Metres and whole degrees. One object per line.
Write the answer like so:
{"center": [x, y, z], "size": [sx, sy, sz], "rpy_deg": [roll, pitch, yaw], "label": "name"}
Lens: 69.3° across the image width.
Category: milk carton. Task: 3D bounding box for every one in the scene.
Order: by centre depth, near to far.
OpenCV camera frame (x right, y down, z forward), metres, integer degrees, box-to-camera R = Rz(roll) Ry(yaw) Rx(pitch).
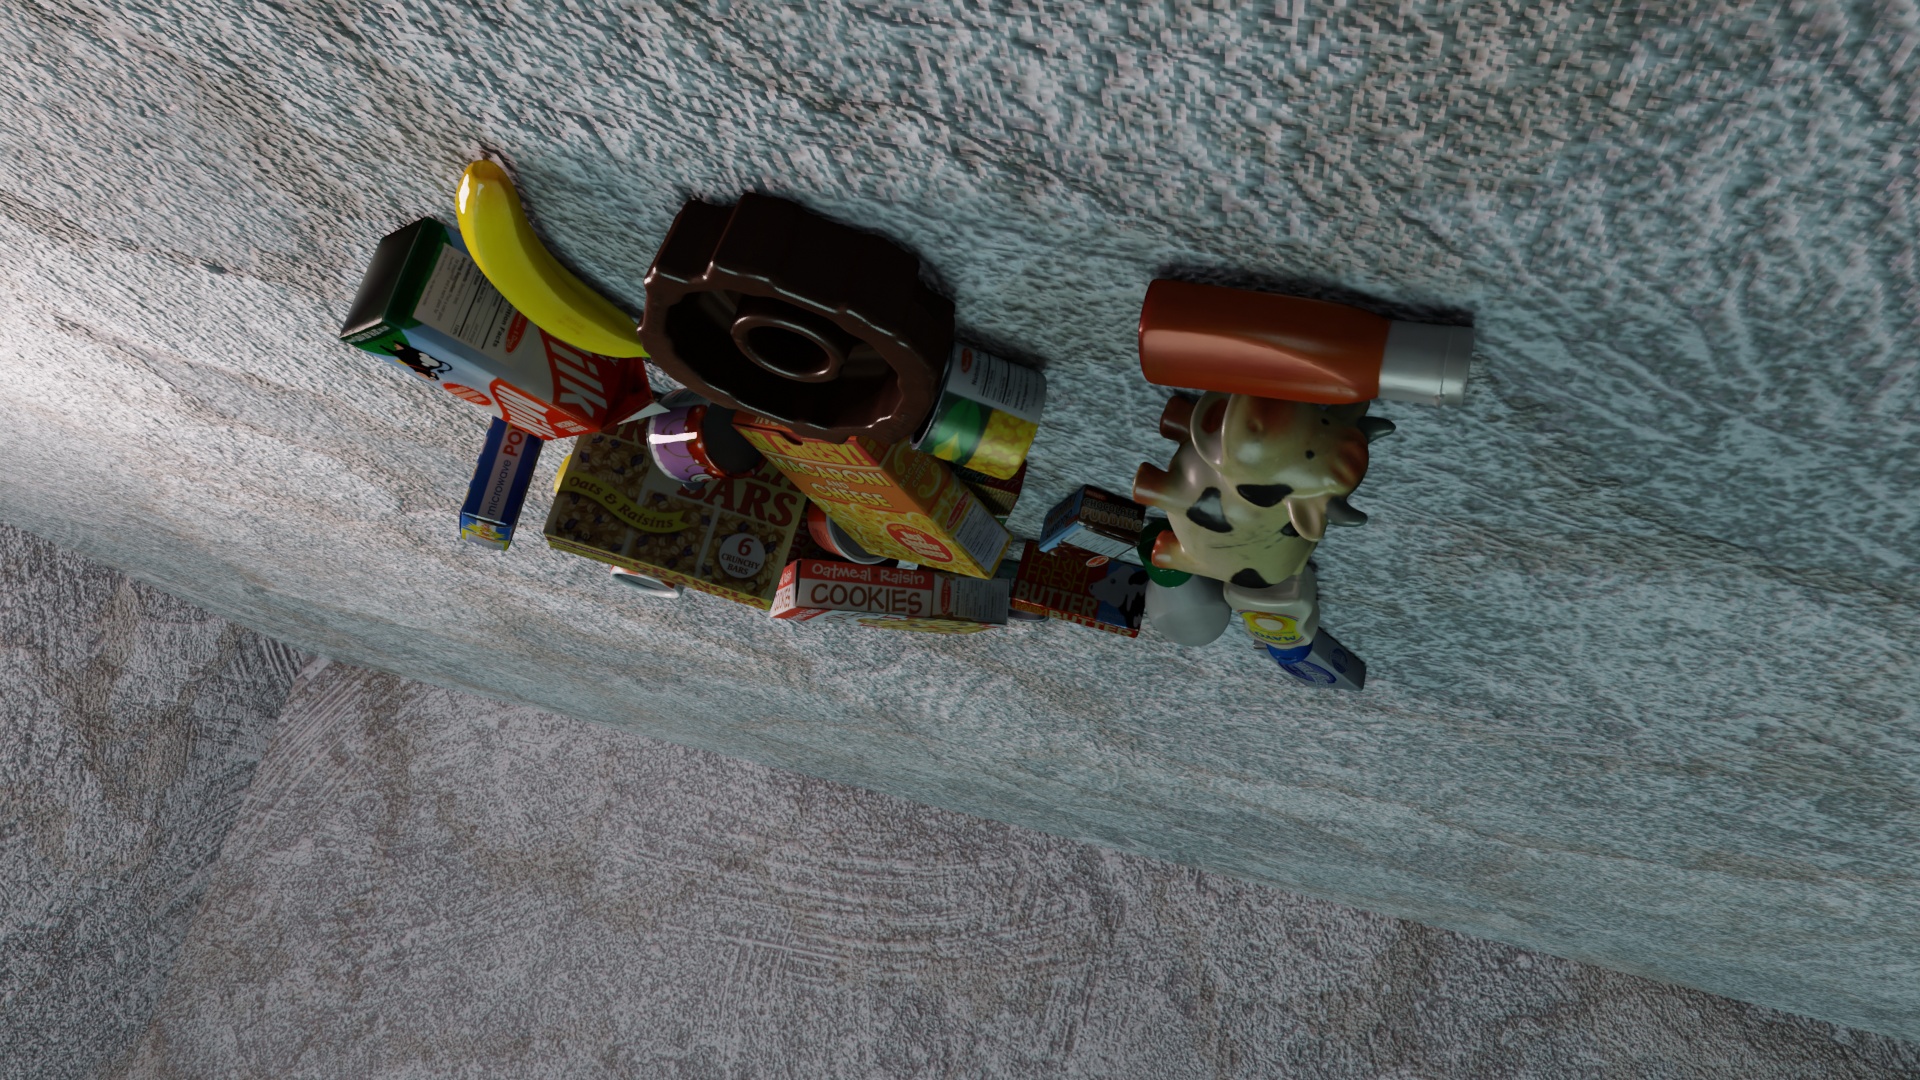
{"center": [-0.279, -0.120, 0.882], "size": [0.190, 0.073, 0.072], "rpy_deg": [29, 158, -38], "label": "milk carton"}

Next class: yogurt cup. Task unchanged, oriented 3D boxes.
{"center": [-0.081, -0.017, 1.052], "size": [0.072, 0.072, 0.054], "rpy_deg": [25, 168, -29], "label": "yogurt cup"}

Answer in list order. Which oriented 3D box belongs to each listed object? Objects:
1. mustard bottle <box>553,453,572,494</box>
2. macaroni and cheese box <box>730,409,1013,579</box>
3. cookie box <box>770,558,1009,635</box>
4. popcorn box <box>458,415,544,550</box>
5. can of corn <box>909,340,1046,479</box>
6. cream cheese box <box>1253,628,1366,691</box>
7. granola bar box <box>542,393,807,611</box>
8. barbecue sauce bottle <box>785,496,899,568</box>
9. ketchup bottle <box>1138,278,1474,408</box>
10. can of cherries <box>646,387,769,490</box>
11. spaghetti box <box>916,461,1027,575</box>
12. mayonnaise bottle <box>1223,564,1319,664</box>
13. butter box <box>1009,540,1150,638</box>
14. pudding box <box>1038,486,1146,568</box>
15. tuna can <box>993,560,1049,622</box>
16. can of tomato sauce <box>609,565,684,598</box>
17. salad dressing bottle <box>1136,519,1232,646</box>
{"center": [-0.257, -0.040, 1.152], "size": [0.160, 0.049, 0.065], "rpy_deg": [7, 161, 22], "label": "mustard bottle"}
{"center": [-0.058, -0.039, 0.933], "size": [0.124, 0.040, 0.166], "rpy_deg": [11, 156, 42], "label": "macaroni and cheese box"}
{"center": [-0.060, 0.046, 1.106], "size": [0.168, 0.040, 0.122], "rpy_deg": [6, 171, -16], "label": "cookie box"}
{"center": [-0.328, -0.062, 1.013], "size": [0.038, 0.127, 0.085], "rpy_deg": [17, 163, -15], "label": "popcorn box"}
{"center": [0.009, -0.072, 0.792], "size": [0.058, 0.071, 0.071], "rpy_deg": [19, 162, -12], "label": "can of corn"}
{"center": [0.290, 0.097, 1.151], "size": [0.053, 0.024, 0.103], "rpy_deg": [-1, 156, 41], "label": "cream cheese box"}
{"center": [-0.196, -0.032, 0.997], "size": [0.166, 0.124, 0.039], "rpy_deg": [17, 162, -5], "label": "granola bar box"}
{"center": [-0.119, -0.004, 1.134], "size": [0.148, 0.064, 0.044], "rpy_deg": [18, -158, -34], "label": "barbecue sauce bottle"}
{"center": [0.161, -0.089, 0.651], "size": [0.149, 0.043, 0.064], "rpy_deg": [10, 163, 17], "label": "ketchup bottle"}
{"center": [-0.168, -0.071, 0.946], "size": [0.058, 0.072, 0.071], "rpy_deg": [-2, 156, 41], "label": "can of cherries"}
{"center": [0.004, -0.013, 1.046], "size": [0.050, 0.029, 0.249], "rpy_deg": [16, 163, -2], "label": "spaghetti box"}
{"center": [0.237, 0.053, 1.032], "size": [0.065, 0.041, 0.147], "rpy_deg": [6, 160, 23], "label": "mayonnaise bottle"}
{"center": [0.094, 0.038, 1.086], "size": [0.103, 0.053, 0.024], "rpy_deg": [13, 160, 6], "label": "butter box"}
{"center": [0.092, -0.008, 0.985], "size": [0.050, 0.030, 0.083], "rpy_deg": [18, 163, -11], "label": "pudding box"}
{"center": [0.048, 0.043, 1.175], "size": [0.071, 0.033, 0.071], "rpy_deg": [14, 163, 5], "label": "tuna can"}
{"center": [-0.268, 0.001, 1.231], "size": [0.071, 0.083, 0.071], "rpy_deg": [14, 162, 5], "label": "can of tomato sauce"}
{"center": [0.162, 0.032, 1.024], "size": [0.064, 0.044, 0.147], "rpy_deg": [-13, 151, 14], "label": "salad dressing bottle"}
